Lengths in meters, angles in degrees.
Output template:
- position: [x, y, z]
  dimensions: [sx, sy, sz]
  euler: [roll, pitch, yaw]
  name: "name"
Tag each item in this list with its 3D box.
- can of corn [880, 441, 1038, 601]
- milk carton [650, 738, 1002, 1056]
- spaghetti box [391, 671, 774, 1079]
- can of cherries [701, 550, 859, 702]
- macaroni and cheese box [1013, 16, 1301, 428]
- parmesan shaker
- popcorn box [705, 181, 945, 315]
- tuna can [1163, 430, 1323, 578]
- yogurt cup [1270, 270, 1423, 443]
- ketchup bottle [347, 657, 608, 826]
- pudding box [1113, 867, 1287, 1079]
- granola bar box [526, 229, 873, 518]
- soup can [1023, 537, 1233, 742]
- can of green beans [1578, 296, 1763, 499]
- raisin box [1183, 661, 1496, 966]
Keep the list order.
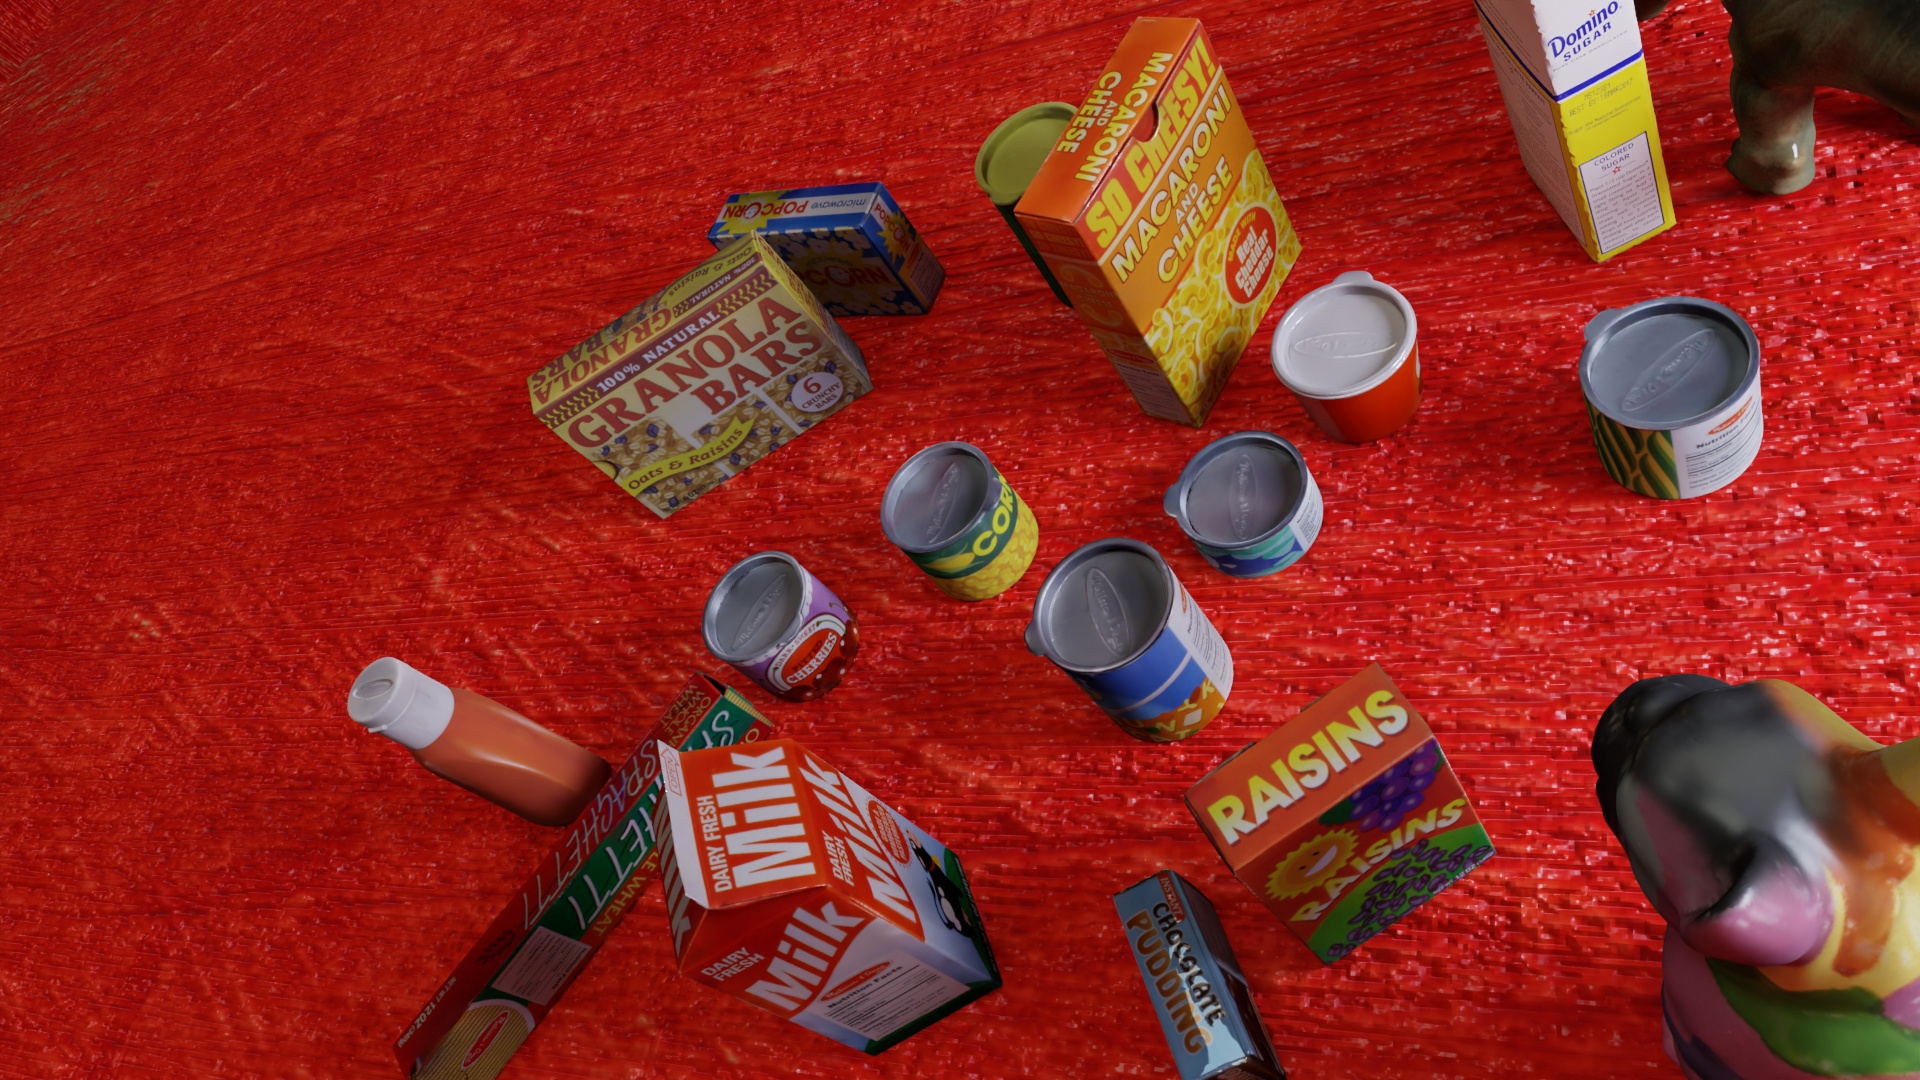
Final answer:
- position: [0.003, -0.009, 0.732]
  dimensions: [0.071, 0.058, 0.071]
  euler: [-16, 54, 22]
  name: "can of corn"
- position: [-0.063, 0.147, 0.581]
  dimensions: [0.073, 0.190, 0.072]
  euler: [-32, 49, 10]
  name: "milk carton"
- position: [-0.195, 0.179, 0.733]
  dimensions: [0.029, 0.050, 0.250]
  euler: [31, 80, 41]
  name: "spaghetti box"
- position: [-0.095, 0.049, 0.753]
  dimensions: [0.071, 0.058, 0.072]
  euler: [-16, 54, 22]
  name: "can of cherries"
- position: [0.105, -0.154, 0.692]
  dimensions: [0.040, 0.166, 0.124]
  euler: [20, 72, 39]
  name: "macaroni and cheese box"
- position: [0.059, -0.184, 0.782]
  dimensions: [0.071, 0.103, 0.071]
  euler: [-16, 54, 23]
  name: "parmesan shaker"
- position: [-0.084, -0.182, 0.880]
  dimensions: [0.126, 0.085, 0.038]
  euler: [5, 64, 34]
  name: "popcorn box"
- position: [0.137, -0.017, 0.672]
  dimensions: [0.071, 0.032, 0.071]
  euler: [-15, 54, 22]
  name: "tuna can"
- position: [0.190, -0.083, 0.670]
  dimensions: [0.072, 0.053, 0.073]
  euler: [-16, 54, 22]
  name: "yogurt cup"
- position: [-0.261, 0.111, 0.753]
  dimensions: [0.064, 0.148, 0.044]
  euler: [-13, 55, 25]
  name: "ketchup bottle"
- position: [0.096, 0.179, 0.557]
  dimensions: [0.030, 0.049, 0.084]
  euler: [-30, 49, 11]
  name: "pudding box"
- position: [-0.154, -0.095, 0.839]
  dimensions: [0.165, 0.124, 0.039]
  euler: [-31, 49, 11]
  name: "granola bar box"
- position: [0.078, 0.048, 0.632]
  dimensions: [0.071, 0.083, 0.072]
  euler: [-16, 54, 23]
  name: "soup can"
- position: [0.300, -0.059, 0.585]
  dimensions: [0.071, 0.057, 0.071]
  euler: [-16, 54, 22]
  name: "can of green beans"
- position: [0.146, 0.107, 0.525]
  dimensions: [0.086, 0.123, 0.040]
  euler: [-36, 49, 7]
  name: "raisin box"
